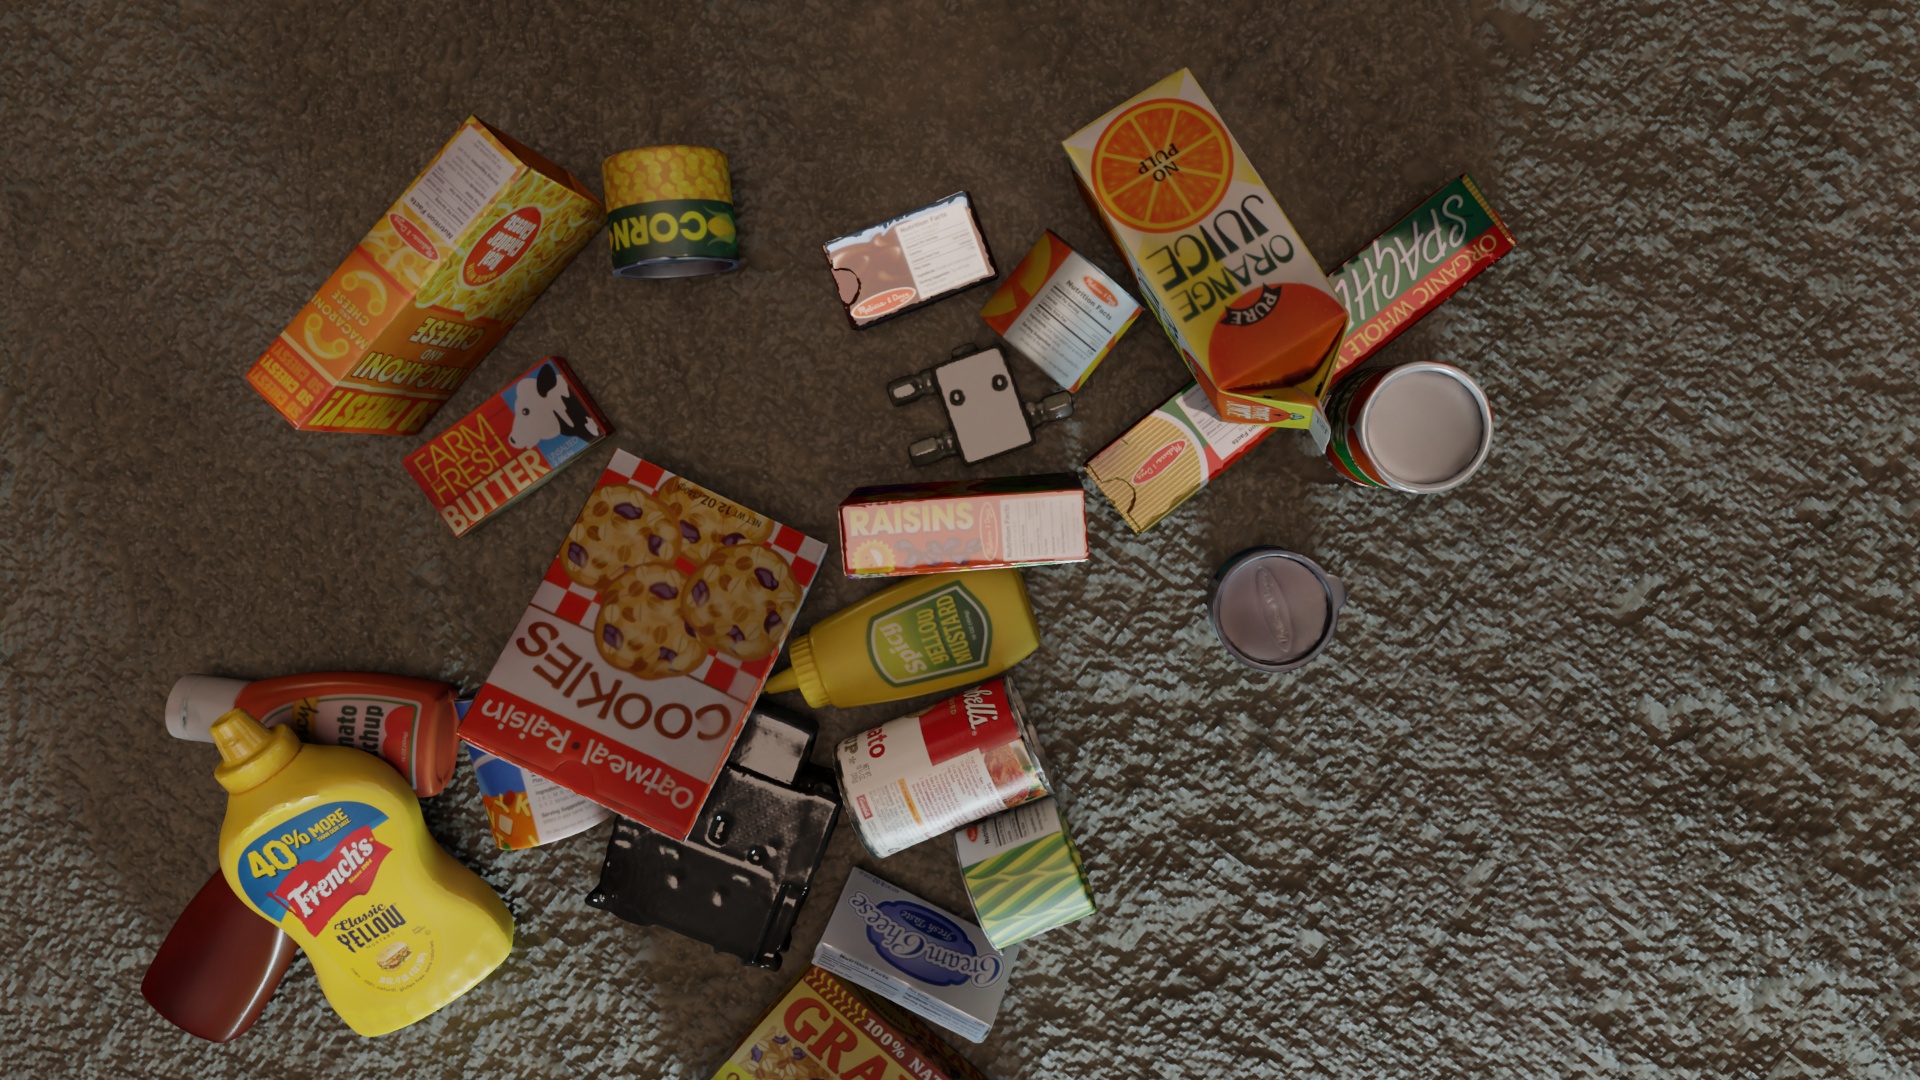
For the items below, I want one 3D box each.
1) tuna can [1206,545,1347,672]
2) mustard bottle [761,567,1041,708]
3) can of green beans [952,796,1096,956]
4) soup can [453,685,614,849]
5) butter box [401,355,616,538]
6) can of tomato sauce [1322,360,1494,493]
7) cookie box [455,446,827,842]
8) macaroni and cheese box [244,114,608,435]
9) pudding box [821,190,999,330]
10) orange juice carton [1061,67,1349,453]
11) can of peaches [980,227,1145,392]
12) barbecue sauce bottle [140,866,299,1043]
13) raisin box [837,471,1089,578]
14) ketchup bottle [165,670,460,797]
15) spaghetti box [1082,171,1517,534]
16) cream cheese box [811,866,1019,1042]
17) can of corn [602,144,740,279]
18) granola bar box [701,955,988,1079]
[{"bbox_3d":[0.169,0.035,0.746,0.071,0.033,0.071,0,94,2],"label":"tuna can"},{"bbox_3d":[-0.039,0.058,0.746,0.160,0.049,0.065,-20,92,3],"label":"mustard bottle"},{"bbox_3d":[0.035,0.178,0.744,0.058,0.071,0.071,-22,93,3],"label":"can of green beans"},{"bbox_3d":[-0.230,0.116,0.750,0.071,0.071,0.083,-14,94,3],"label":"soup can"},{"bbox_3d":[-0.246,-0.051,0.758,0.103,0.024,0.053,-34,93,4],"label":"butter box"},{"bbox_3d":[0.225,-0.059,0.712,0.071,0.083,0.071,0,94,2],"label":"can of tomato sauce"},{"bbox_3d":[-0.159,0.052,0.711,0.123,0.040,0.168,25,69,-1],"label":"cookie box"},{"bbox_3d":[-0.263,-0.128,0.704,0.040,0.124,0.166,44,94,1],"label":"macaroni and cheese box"},{"bbox_3d":[-0.026,-0.149,0.741,0.084,0.030,0.049,-20,94,3],"label":"pudding box"},{"bbox_3d":[0.132,-0.129,0.694,0.073,0.072,0.193,-31,78,6],"label":"orange juice carton"},{"bbox_3d":[0.052,-0.119,0.723,0.071,0.071,0.058,39,100,-1],"label":"can of peaches"},{"bbox_3d":[-0.389,0.200,0.771,0.065,0.044,0.148,32,94,2],"label":"barbecue sauce bottle"},{"bbox_3d":[0.003,-0.009,0.722,0.123,0.086,0.040,-4,99,2],"label":"raisin box"},{"bbox_3d":[-0.354,0.100,0.763,0.149,0.043,0.064,7,98,2],"label":"ketchup bottle"},{"bbox_3d":[0.178,-0.097,0.738,0.250,0.029,0.050,-38,92,4],"label":"spaghetti box"},{"bbox_3d":[-0.024,0.225,0.755,0.104,0.054,0.024,26,135,0],"label":"cream cheese box"},{"bbox_3d":[-0.152,-0.170,0.723,0.071,0.071,0.058,-6,93,2],"label":"can of corn"},{"bbox_3d":[-0.054,0.325,0.770,0.165,0.039,0.124,41,95,-1],"label":"granola bar box"}]
